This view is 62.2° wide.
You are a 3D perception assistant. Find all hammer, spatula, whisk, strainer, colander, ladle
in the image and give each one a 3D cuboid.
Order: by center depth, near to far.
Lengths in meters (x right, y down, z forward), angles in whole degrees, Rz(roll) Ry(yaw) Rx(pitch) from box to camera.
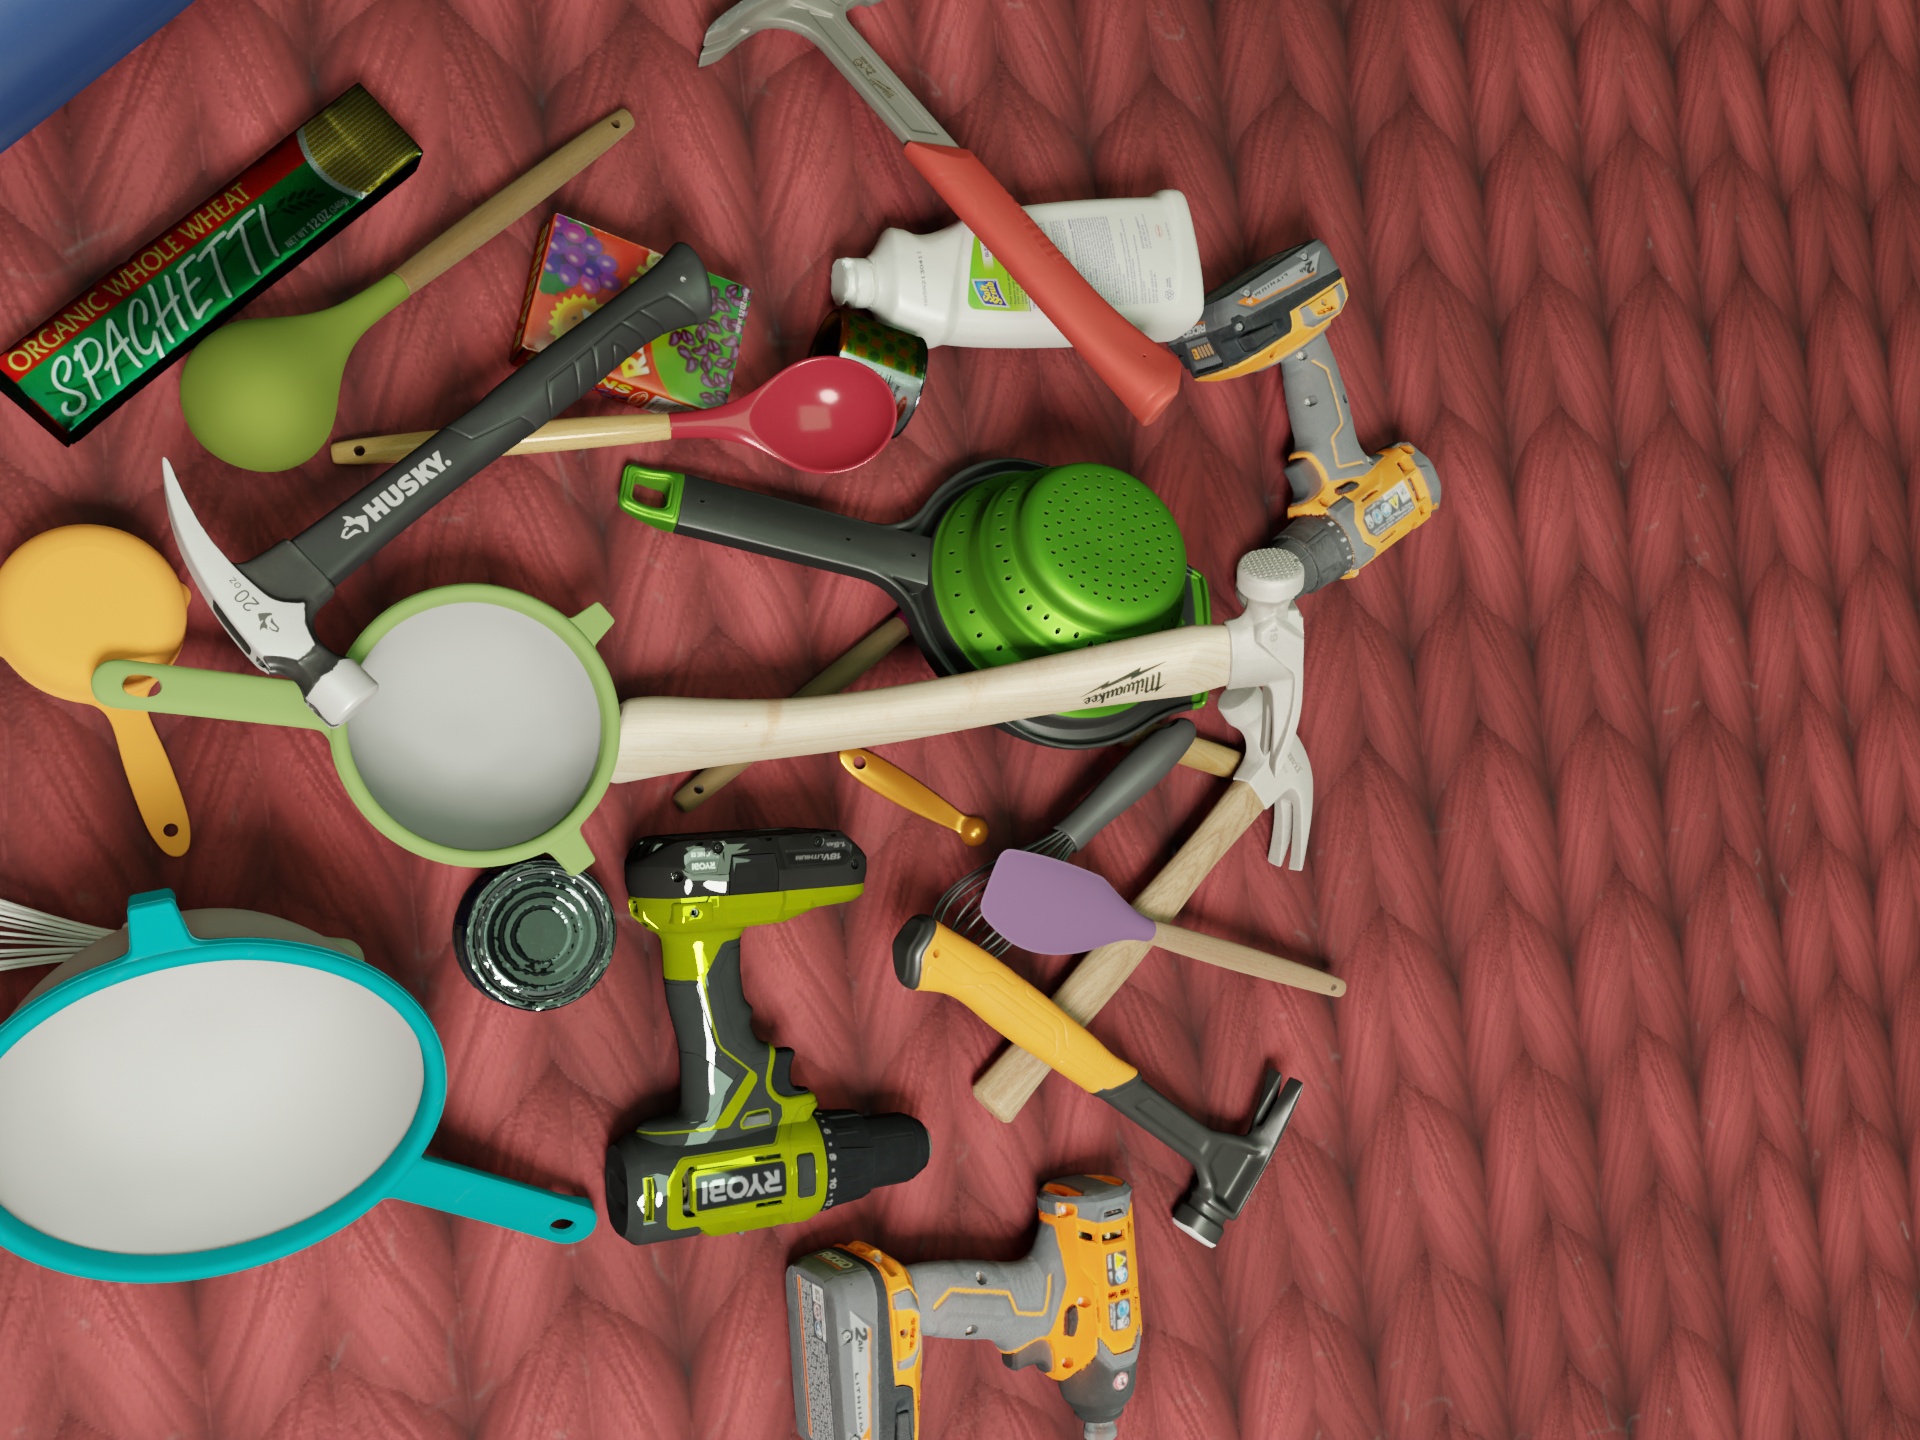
[{"bbox_3d":[-0.423,0.111,0.788,0.246,0.059,0.057,10,120,-30],"label":"whisk"},{"bbox_3d":[-0.325,0.191,0.808,0.211,0.095,0.340,-46,133,8],"label":"strainer"},{"bbox_3d":[-0.312,0.000,0.837,0.256,0.069,0.151,7,78,-27],"label":"strainer"},{"bbox_3d":[-0.256,-0.156,0.841,0.146,0.035,0.335,47,62,-8],"label":"hammer"},{"bbox_3d":[-0.297,-0.253,0.891,0.078,0.062,0.320,47,61,-12],"label":"ladle"},{"bbox_3d":[-0.192,-0.165,0.908,0.315,0.031,0.069,-7,94,-15],"label":"ladle"},{"bbox_3d":[-0.001,-0.003,0.933,0.410,0.038,0.146,-9,126,-3],"label":"hammer"},{"bbox_3d":[-0.003,-0.109,0.965,0.397,0.094,0.205,13,63,-18],"label":"colander"},{"bbox_3d":[0.003,-0.323,0.990,0.149,0.036,0.359,-38,86,-25],"label":"hammer"},{"bbox_3d":[0.087,0.211,1.009,0.336,0.034,0.127,39,77,-29],"label":"hammer"},{"bbox_3d":[0.068,0.076,1.025,0.239,0.055,0.055,-41,104,-18],"label":"whisk"},{"bbox_3d":[0.142,0.146,1.043,0.315,0.018,0.060,19,92,-32],"label":"spatula"},{"bbox_3d":[0.126,0.132,1.061,0.331,0.031,0.130,-48,119,-17],"label":"hammer"},{"bbox_3d":[0.095,-0.002,1.065,0.244,0.047,0.051,17,90,-29],"label":"whisk"}]

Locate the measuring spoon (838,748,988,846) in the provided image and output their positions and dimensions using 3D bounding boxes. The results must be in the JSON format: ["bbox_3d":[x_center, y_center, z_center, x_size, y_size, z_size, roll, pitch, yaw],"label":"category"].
[{"bbox_3d":[-0.028,0.048,1.012,0.116,0.011,0.021,32,73,-21],"label":"measuring spoon"}]

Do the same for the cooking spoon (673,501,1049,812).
[{"bbox_3d":[-0.056,-0.045,1.002,0.319,0.017,0.068,-41,98,-24],"label":"cooking spoon"}]

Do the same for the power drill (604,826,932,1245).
[{"bbox_3d":[-0.109,0.179,0.926,0.190,0.080,0.228,-2,89,-27],"label":"power drill"}]

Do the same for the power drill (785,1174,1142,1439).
[{"bbox_3d":[0.014,0.380,0.971,0.226,0.084,0.164,-4,88,-31],"label":"power drill"}]

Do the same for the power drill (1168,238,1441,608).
[{"bbox_3d":[0.232,-0.201,1.130,0.185,0.084,0.226,-36,106,-23],"label":"power drill"}]

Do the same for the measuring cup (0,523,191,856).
[{"bbox_3d":[-0.420,-0.014,0.794,0.095,0.052,0.173,-20,93,-27],"label":"measuring cup"}]
